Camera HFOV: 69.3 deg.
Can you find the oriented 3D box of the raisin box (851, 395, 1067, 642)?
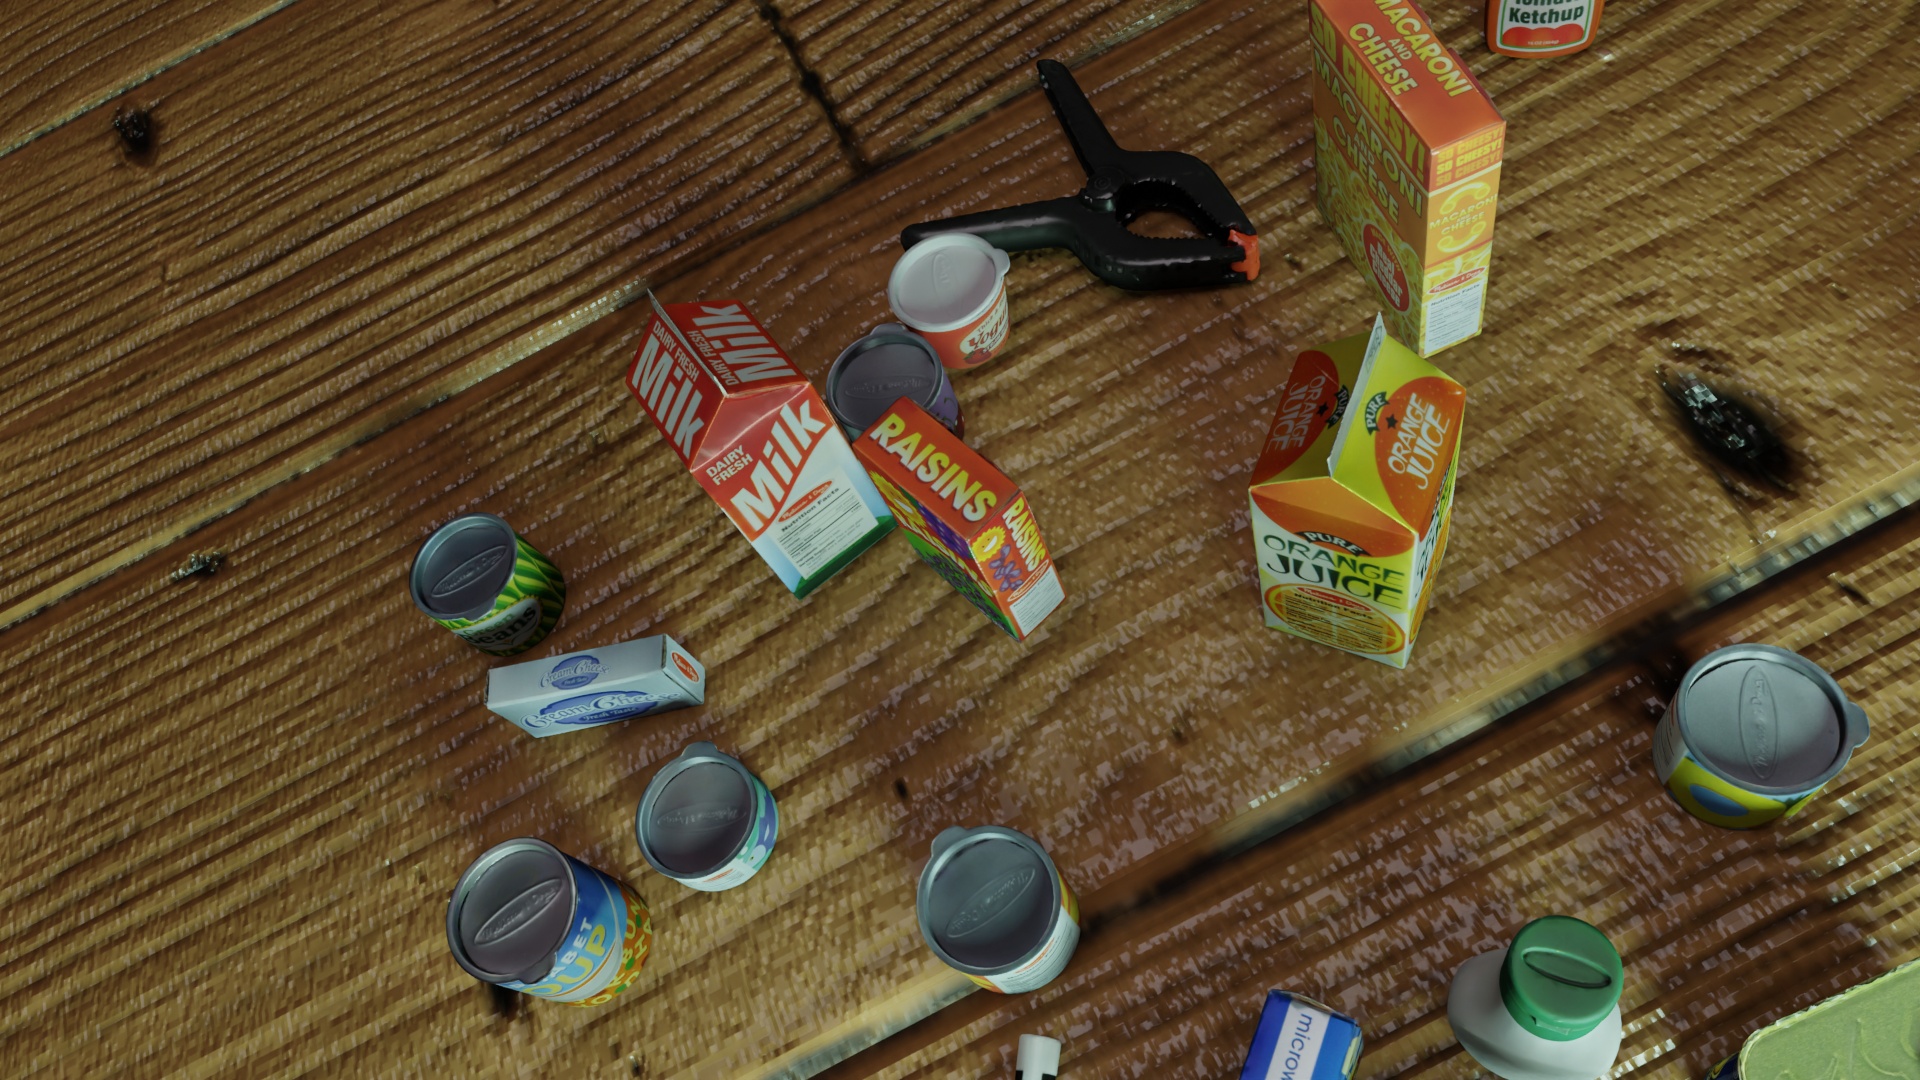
[{"bbox_3d":[0.002,-0.009,0.698,0.040,0.123,0.086,-44,61,-9],"label":"raisin box"}]

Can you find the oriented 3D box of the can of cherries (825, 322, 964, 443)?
[{"bbox_3d":[-0.035,-0.077,0.782,0.071,0.058,0.072,-6,62,12],"label":"can of cherries"}]

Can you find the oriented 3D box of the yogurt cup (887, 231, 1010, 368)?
[{"bbox_3d":[-0.003,-0.136,0.806,0.072,0.053,0.073,-6,62,12],"label":"yogurt cup"}]

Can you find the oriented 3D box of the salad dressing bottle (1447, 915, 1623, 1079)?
[{"bbox_3d":[0.221,0.176,0.527,0.064,0.147,0.044,14,68,22],"label":"salad dressing bottle"}]

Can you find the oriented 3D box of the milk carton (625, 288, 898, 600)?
[{"bbox_3d":[-0.104,-0.052,0.712,0.073,0.190,0.072,-38,60,-5],"label":"milk carton"}]

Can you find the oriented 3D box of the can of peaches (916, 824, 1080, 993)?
[{"bbox_3d":[0.018,0.169,0.639,0.071,0.058,0.071,-6,62,12],"label":"can of peaches"}]

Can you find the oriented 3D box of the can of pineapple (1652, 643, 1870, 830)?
[{"bbox_3d":[0.338,0.086,0.593,0.071,0.057,0.071,-6,62,12],"label":"can of pineapple"}]

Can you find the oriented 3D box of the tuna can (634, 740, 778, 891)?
[{"bbox_3d":[-0.129,0.141,0.709,0.071,0.032,0.071,-6,62,12],"label":"tuna can"}]

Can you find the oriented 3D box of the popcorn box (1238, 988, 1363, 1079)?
[{"bbox_3d":[0.123,0.250,0.551,0.038,0.085,0.127,16,69,23],"label":"popcorn box"}]

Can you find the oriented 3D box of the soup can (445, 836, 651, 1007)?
[{"bbox_3d":[-0.196,0.189,0.673,0.071,0.083,0.071,-7,62,12],"label":"soup can"}]

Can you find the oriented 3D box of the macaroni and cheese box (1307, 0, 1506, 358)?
[{"bbox_3d":[0.223,-0.189,0.706,0.040,0.166,0.124,-24,60,3],"label":"macaroni and cheese box"}]

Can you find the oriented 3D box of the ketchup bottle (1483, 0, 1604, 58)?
[{"bbox_3d":[0.326,-0.334,0.763,0.065,0.148,0.044,3,65,17],"label":"ketchup bottle"}]

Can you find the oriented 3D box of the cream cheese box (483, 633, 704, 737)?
[{"bbox_3d":[-0.195,0.079,0.748,0.104,0.053,0.024,-12,61,9],"label":"cream cheese box"}]

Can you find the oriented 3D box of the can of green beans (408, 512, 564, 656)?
[{"bbox_3d":[-0.269,0.026,0.793,0.071,0.057,0.071,-6,62,12],"label":"can of green beans"}]

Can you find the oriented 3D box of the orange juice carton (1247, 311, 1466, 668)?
[{"bbox_3d":[0.175,-0.018,0.615,0.073,0.192,0.072,17,69,23],"label":"orange juice carton"}]
